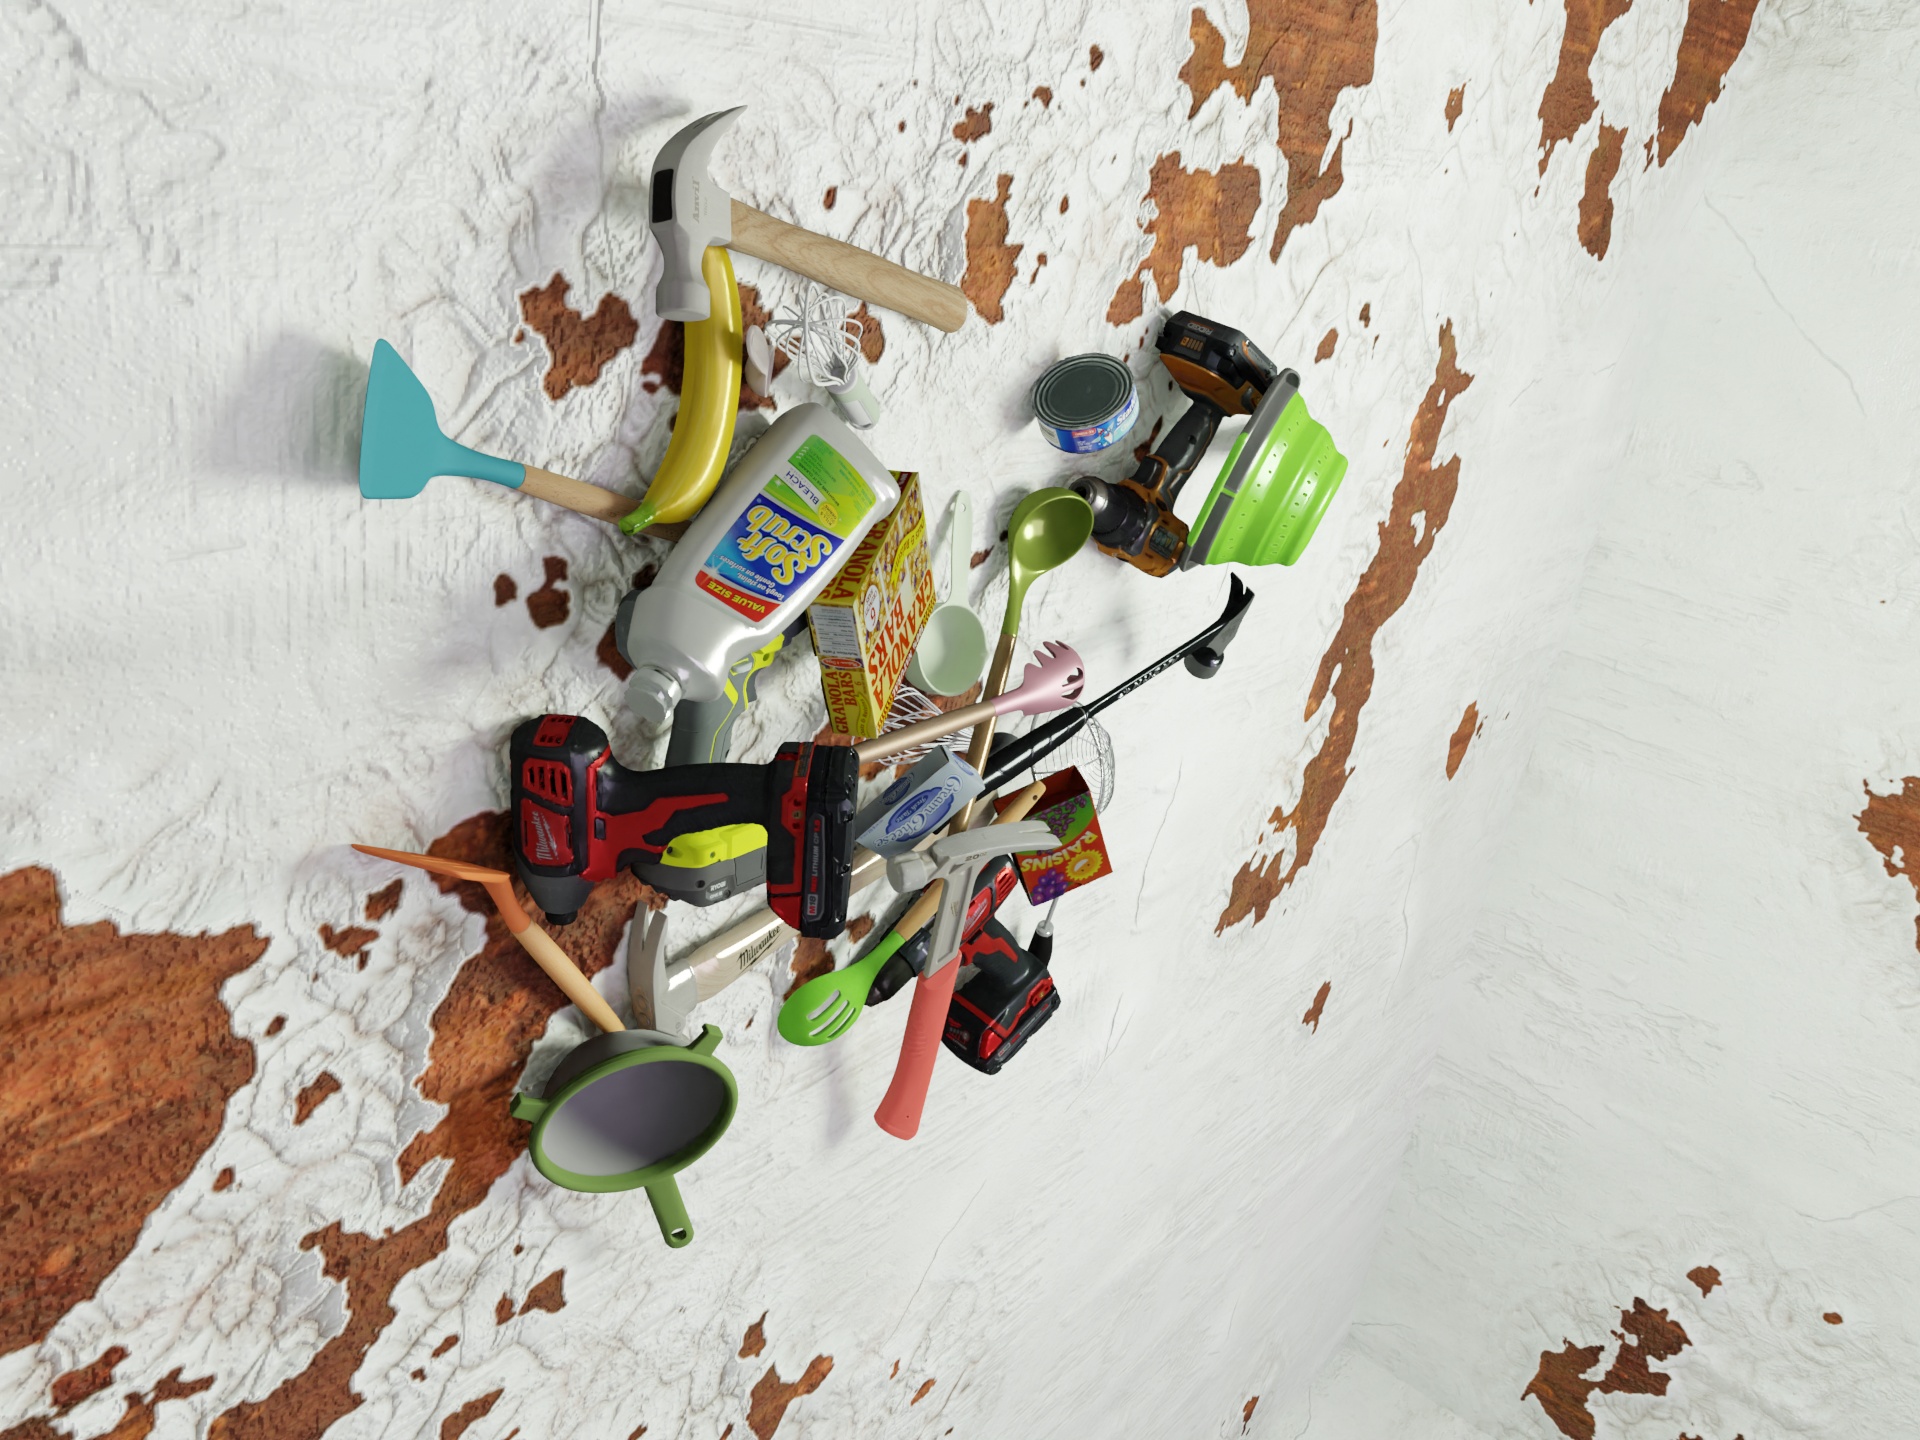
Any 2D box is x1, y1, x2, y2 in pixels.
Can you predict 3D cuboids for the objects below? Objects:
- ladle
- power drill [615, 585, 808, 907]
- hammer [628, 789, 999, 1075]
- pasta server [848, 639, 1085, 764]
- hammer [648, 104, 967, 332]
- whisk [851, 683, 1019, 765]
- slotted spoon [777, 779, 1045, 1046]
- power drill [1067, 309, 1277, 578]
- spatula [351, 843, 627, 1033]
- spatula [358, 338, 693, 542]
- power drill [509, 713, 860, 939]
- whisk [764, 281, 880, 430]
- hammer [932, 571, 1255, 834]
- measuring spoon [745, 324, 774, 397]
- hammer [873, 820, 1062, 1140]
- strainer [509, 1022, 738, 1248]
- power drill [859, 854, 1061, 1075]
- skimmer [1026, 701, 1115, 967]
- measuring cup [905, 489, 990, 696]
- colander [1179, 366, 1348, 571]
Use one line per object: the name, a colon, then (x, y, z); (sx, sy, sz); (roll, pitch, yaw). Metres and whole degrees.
ladle: (0.043, -0.045, 1.330); (0.078, 0.062, 0.320); (27, 74, -46)
power drill: (-0.160, 0.003, 1.115); (0.171, 0.080, 0.223); (-20, 123, -47)
hammer: (-0.105, 0.130, 1.312); (0.410, 0.038, 0.146); (-30, 132, -43)
pasta server: (-0.002, -0.004, 1.245); (0.316, 0.040, 0.060); (-20, 117, -43)
hammer: (-0.086, -0.301, 1.034); (0.331, 0.031, 0.130); (-5, 95, -61)
whisk: (-0.008, 0.013, 1.359); (0.284, 0.070, 0.070); (13, 99, -62)
slotted spoon: (-0.036, 0.166, 1.378); (0.314, 0.031, 0.070); (-46, 127, -10)
power drill: (0.184, -0.252, 1.443); (0.185, 0.084, 0.226); (17, 101, -57)
spatula: (-0.287, 0.153, 1.055); (0.322, 0.081, 0.041); (71, 36, -53)
spatula: (-0.236, -0.137, 0.942); (0.317, 0.044, 0.082); (12, 81, -59)
power drill: (-0.179, 0.075, 1.026); (0.079, 0.219, 0.143); (-89, -175, -65)
whisk: (-0.079, -0.225, 1.033); (0.246, 0.058, 0.059); (28, 62, -84)
hammer: (0.118, -0.009, 1.430); (0.409, 0.036, 0.149); (-32, 160, -31)
measuring spoon: (-0.132, -0.231, 1.003); (0.124, 0.018, 0.034); (-153, -108, -88)
hammer: (-0.016, 0.237, 1.386); (0.149, 0.037, 0.358); (-10, 132, -27)
strainer: (-0.239, 0.307, 1.192); (0.151, 0.069, 0.256); (-19, 136, -14)
power drill: (-0.005, 0.238, 1.490); (0.188, 0.080, 0.226); (-43, 138, -20)
skimmer: (0.076, 0.148, 1.588); (0.127, 0.090, 0.363); (-37, 149, -52)
measuring cup: (-0.014, -0.104, 1.298); (0.083, 0.038, 0.167); (5, 89, -43)
colander: (0.311, -0.230, 1.511); (0.204, 0.094, 0.397); (-65, 171, 24)
